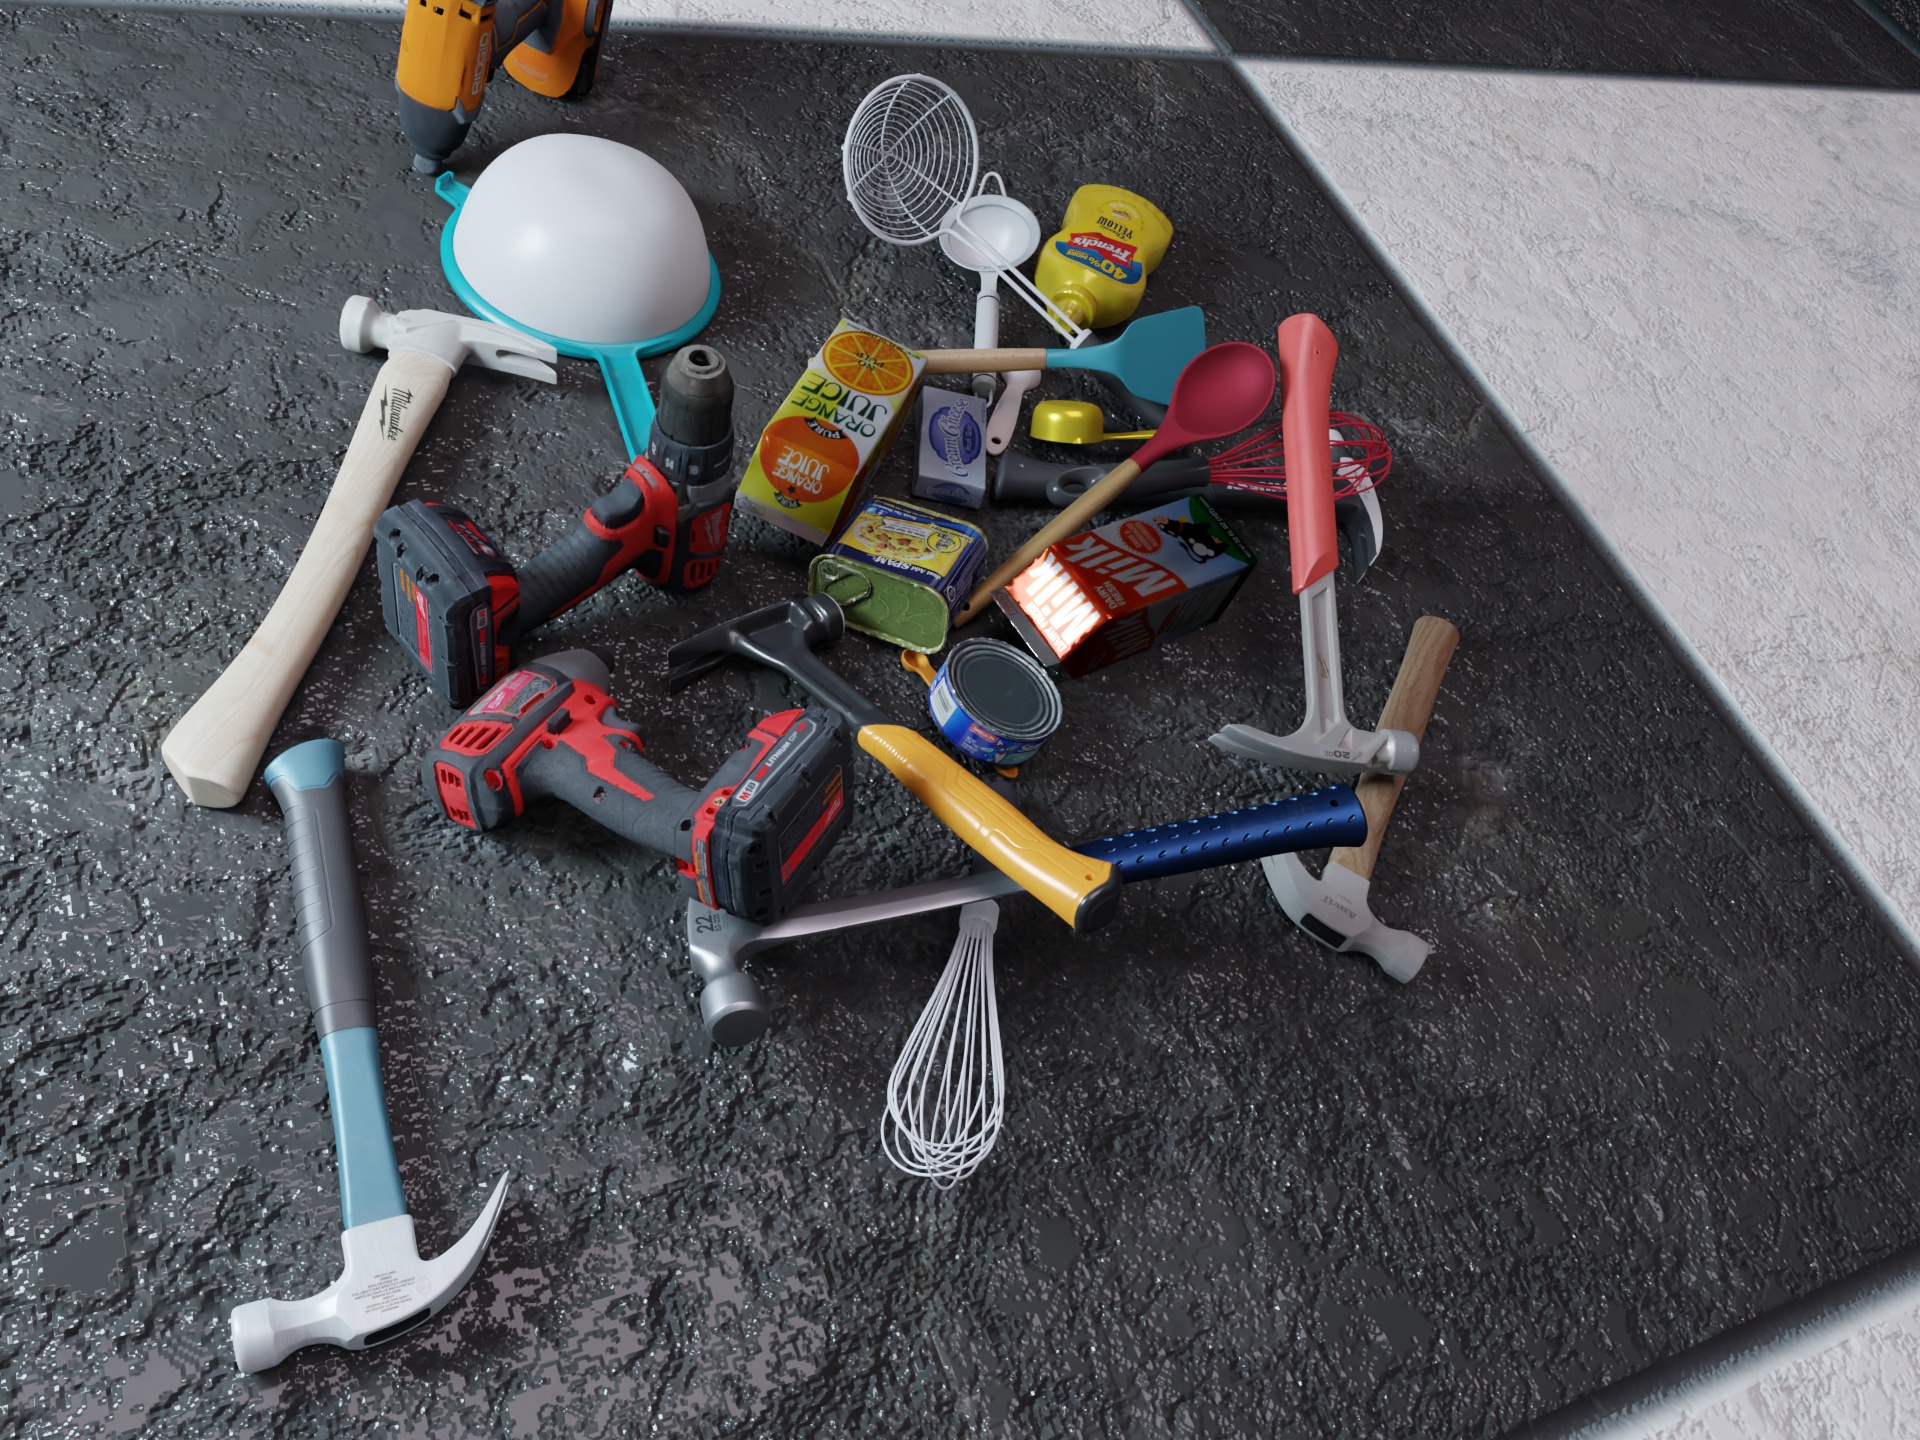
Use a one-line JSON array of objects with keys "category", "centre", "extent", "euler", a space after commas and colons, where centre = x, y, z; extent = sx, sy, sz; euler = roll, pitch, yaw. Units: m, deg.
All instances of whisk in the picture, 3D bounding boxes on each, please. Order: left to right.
[{"category": "whisk", "centre": [0.006, 0.139, 0.924], "extent": [0.070, 0.070, 0.285], "euler": [18, 45, -6]}, {"category": "whisk", "centre": [0.202, -0.191, 1.211], "extent": [0.295, 0.073, 0.073], "euler": [-10, 57, -18]}]

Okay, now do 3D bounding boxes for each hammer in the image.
[{"category": "hammer", "centre": [-0.315, 0.149, 0.810], "extent": [0.128, 0.033, 0.331], "euler": [-7, 56, -24]}, {"category": "hammer", "centre": [-0.374, -0.117, 0.990], "extent": [0.146, 0.038, 0.411], "euler": [12, 51, -5]}, {"category": "hammer", "centre": [-0.036, 0.023, 0.941], "extent": [0.127, 0.034, 0.337], "euler": [-24, 45, -33]}, {"category": "hammer", "centre": [0.042, 0.086, 0.924], "extent": [0.405, 0.035, 0.144], "euler": [-10, 41, -14]}, {"category": "hammer", "centre": [0.180, -0.177, 1.250], "extent": [0.334, 0.035, 0.146], "euler": [0, 53, -20]}, {"category": "hammer", "centre": [0.244, -0.136, 1.139], "extent": [0.149, 0.036, 0.359], "euler": [9, 67, -17]}, {"category": "hammer", "centre": [0.301, 0.032, 1.133], "extent": [0.130, 0.031, 0.331], "euler": [30, 49, 4]}]

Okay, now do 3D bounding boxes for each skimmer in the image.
[{"category": "skimmer", "centre": [0.057, -0.353, 1.263], "extent": [0.363, 0.090, 0.127], "euler": [43, 80, -2]}]

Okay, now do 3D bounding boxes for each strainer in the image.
[{"category": "strainer", "centre": [-0.258, -0.325, 1.164], "extent": [0.211, 0.095, 0.341], "euler": [-7, 55, -25]}, {"category": "strainer", "centre": [0.022, -0.355, 1.329], "extent": [0.087, 0.050, 0.259], "euler": [1, 57, 3]}]

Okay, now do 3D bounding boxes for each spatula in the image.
[{"category": "spatula", "centre": [0.040, -0.281, 1.248], "extent": [0.317, 0.082, 0.044], "euler": [-2, 12, -3]}]

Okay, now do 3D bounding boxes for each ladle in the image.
[{"category": "ladle", "centre": [0.108, -0.167, 1.148], "extent": [0.315, 0.031, 0.069], "euler": [-41, 71, -14]}]

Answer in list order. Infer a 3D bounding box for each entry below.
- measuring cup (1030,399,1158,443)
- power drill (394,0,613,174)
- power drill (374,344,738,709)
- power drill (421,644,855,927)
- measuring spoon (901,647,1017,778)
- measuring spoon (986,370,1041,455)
[{"category": "measuring cup", "centre": [0.131, -0.238, 1.257], "extent": [0.156, 0.029, 0.062], "euler": [-5, 20, -16]}, {"category": "power drill", "centre": [-0.367, -0.532, 1.264], "extent": [0.084, 0.164, 0.227], "euler": [27, 37, 2]}, {"category": "power drill", "centre": [-0.229, -0.121, 0.958], "extent": [0.227, 0.187, 0.080], "euler": [-32, 68, -32]}, {"category": "power drill", "centre": [-0.177, 0.024, 0.903], "extent": [0.220, 0.078, 0.143], "euler": [16, 42, 18]}, {"category": "measuring spoon", "centre": [-0.002, -0.003, 1.064], "extent": [0.021, 0.011, 0.117], "euler": [-24, 68, -45]}, {"category": "measuring spoon", "centre": [0.040, -0.255, 1.270], "extent": [0.034, 0.018, 0.124], "euler": [21, 50, -4]}]
